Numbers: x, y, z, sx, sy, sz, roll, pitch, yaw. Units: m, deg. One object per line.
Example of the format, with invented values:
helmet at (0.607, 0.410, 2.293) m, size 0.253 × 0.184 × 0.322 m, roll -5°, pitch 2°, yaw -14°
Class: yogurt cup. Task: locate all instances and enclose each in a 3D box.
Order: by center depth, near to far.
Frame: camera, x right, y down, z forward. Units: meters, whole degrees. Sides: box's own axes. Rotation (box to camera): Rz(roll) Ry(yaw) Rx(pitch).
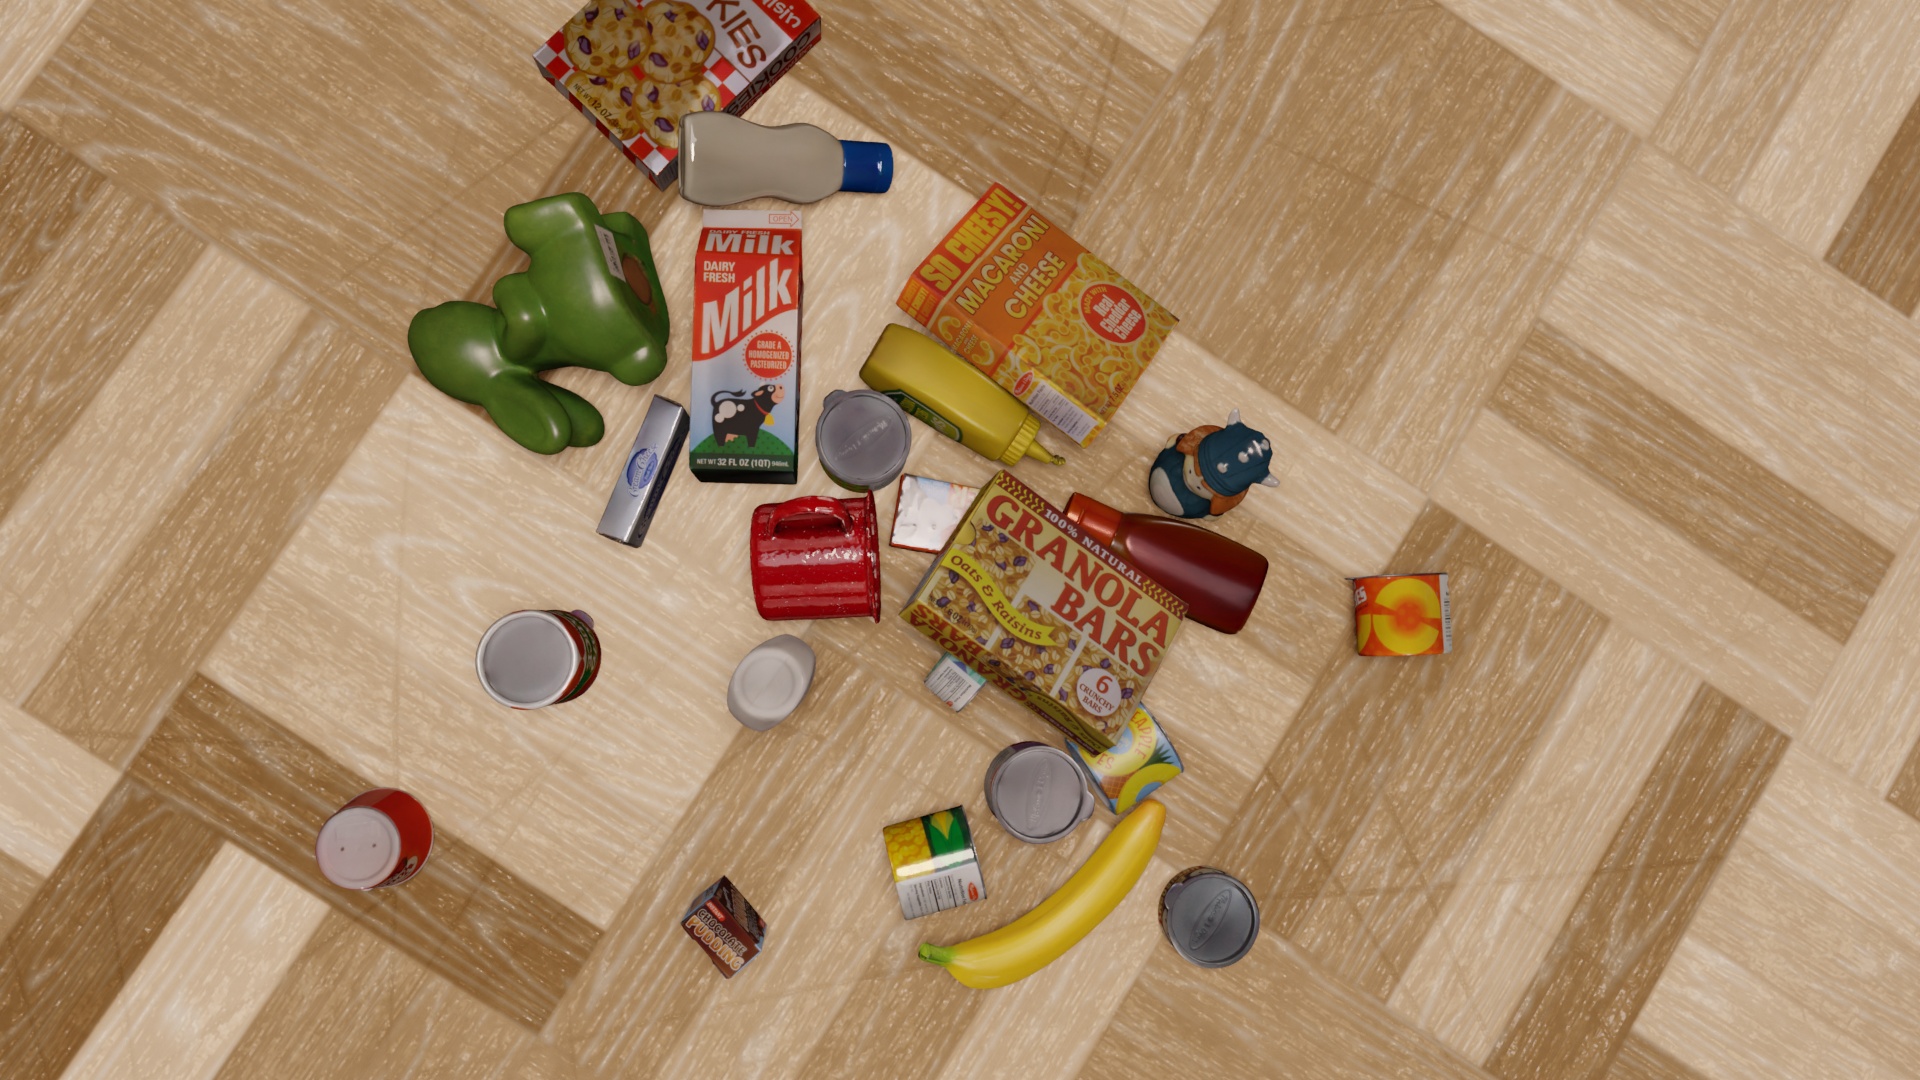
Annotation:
yogurt cup at (-0.395, 0.202, 0.930) m, size 0.072 × 0.054 × 0.072 m, roll 0°, pitch 85°, yaw -5°

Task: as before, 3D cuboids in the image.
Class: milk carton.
milk carton at (-0.147, -0.137, 0.968) m, size 0.072 × 0.073 × 0.190 m, roll 1°, pitch 85°, yaw -5°

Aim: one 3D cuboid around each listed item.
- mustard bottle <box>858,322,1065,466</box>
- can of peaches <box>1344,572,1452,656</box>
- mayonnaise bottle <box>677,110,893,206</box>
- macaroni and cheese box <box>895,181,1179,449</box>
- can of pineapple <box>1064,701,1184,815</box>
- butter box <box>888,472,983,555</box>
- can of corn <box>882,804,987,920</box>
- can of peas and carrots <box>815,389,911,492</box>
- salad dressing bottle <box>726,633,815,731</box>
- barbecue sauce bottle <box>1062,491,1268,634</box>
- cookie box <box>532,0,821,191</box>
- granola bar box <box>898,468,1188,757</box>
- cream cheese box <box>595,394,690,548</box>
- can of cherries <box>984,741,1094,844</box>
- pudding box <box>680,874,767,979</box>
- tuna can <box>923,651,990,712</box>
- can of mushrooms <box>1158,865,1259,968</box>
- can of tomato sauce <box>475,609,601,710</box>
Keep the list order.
mustard bottle at (0.006, -0.094, 0.984) m, size 0.160 × 0.065 × 0.049 m, roll 32°, pitch 80°, yaw -6°
can of peaches at (0.314, 0.053, 0.996) m, size 0.071 × 0.071 × 0.058 m, roll -3°, pitch 87°, yaw -5°
mayonnaise bottle at (-0.123, -0.266, 0.980) m, size 0.148 × 0.041 × 0.064 m, roll -2°, pitch 106°, yaw -21°
macaroni and cheese box at (0.056, -0.160, 0.980) m, size 0.166 × 0.040 × 0.124 m, roll 37°, pitch 56°, yaw 0°
can of pineapple at (0.114, 0.149, 0.970) m, size 0.058 × 0.071 × 0.071 m, roll -33°, pitch 89°, yaw -6°
butter box at (0.004, -0.012, 0.995) m, size 0.103 × 0.024 × 0.053 m, roll 11°, pitch 84°, yaw -4°
can of corn at (-0.019, 0.220, 0.956) m, size 0.058 × 0.071 × 0.071 m, roll -14°, pitch 87°, yaw -5°
can of peas and carrots at (-0.070, -0.070, 0.977) m, size 0.071 × 0.058 × 0.071 m, roll 0°, pitch 85°, yaw -4°
salad dressing bottle at (-0.121, 0.093, 0.915) m, size 0.044 × 0.147 × 0.064 m, roll 35°, pitch 84°, yaw 0°
barbecue sauce bottle at (0.142, 0.011, 0.996) m, size 0.148 × 0.043 × 0.065 m, roll 24°, pitch 84°, yaw -2°
cookie box at (-0.200, -0.355, 0.997) m, size 0.123 × 0.040 × 0.167 m, roll 44°, pitch 83°, yaw 0°
granola bar box at (0.060, 0.048, 0.942) m, size 0.165 × 0.039 × 0.125 m, roll 36°, pitch 59°, yaw -5°
cream cheese box at (-0.218, -0.047, 0.965) m, size 0.024 × 0.053 × 0.104 m, roll 22°, pitch 84°, yaw -1°
can of cherries at (0.054, 0.176, 0.968) m, size 0.071 × 0.058 × 0.071 m, roll 0°, pitch 85°, yaw -5°
pudding box at (-0.157, 0.258, 0.931) m, size 0.030 × 0.083 × 0.049 m, roll -40°, pitch 90°, yaw -6°
tuna can at (0.008, 0.083, 0.969) m, size 0.033 × 0.071 × 0.071 m, roll 40°, pitch 84°, yaw 0°
can of mushrooms at (0.173, 0.264, 0.983) m, size 0.071 × 0.033 × 0.071 m, roll 0°, pitch 86°, yaw -5°
can of tomato sauce at (-0.281, 0.078, 0.935) m, size 0.071 × 0.083 × 0.071 m, roll 0°, pitch 86°, yaw -4°
